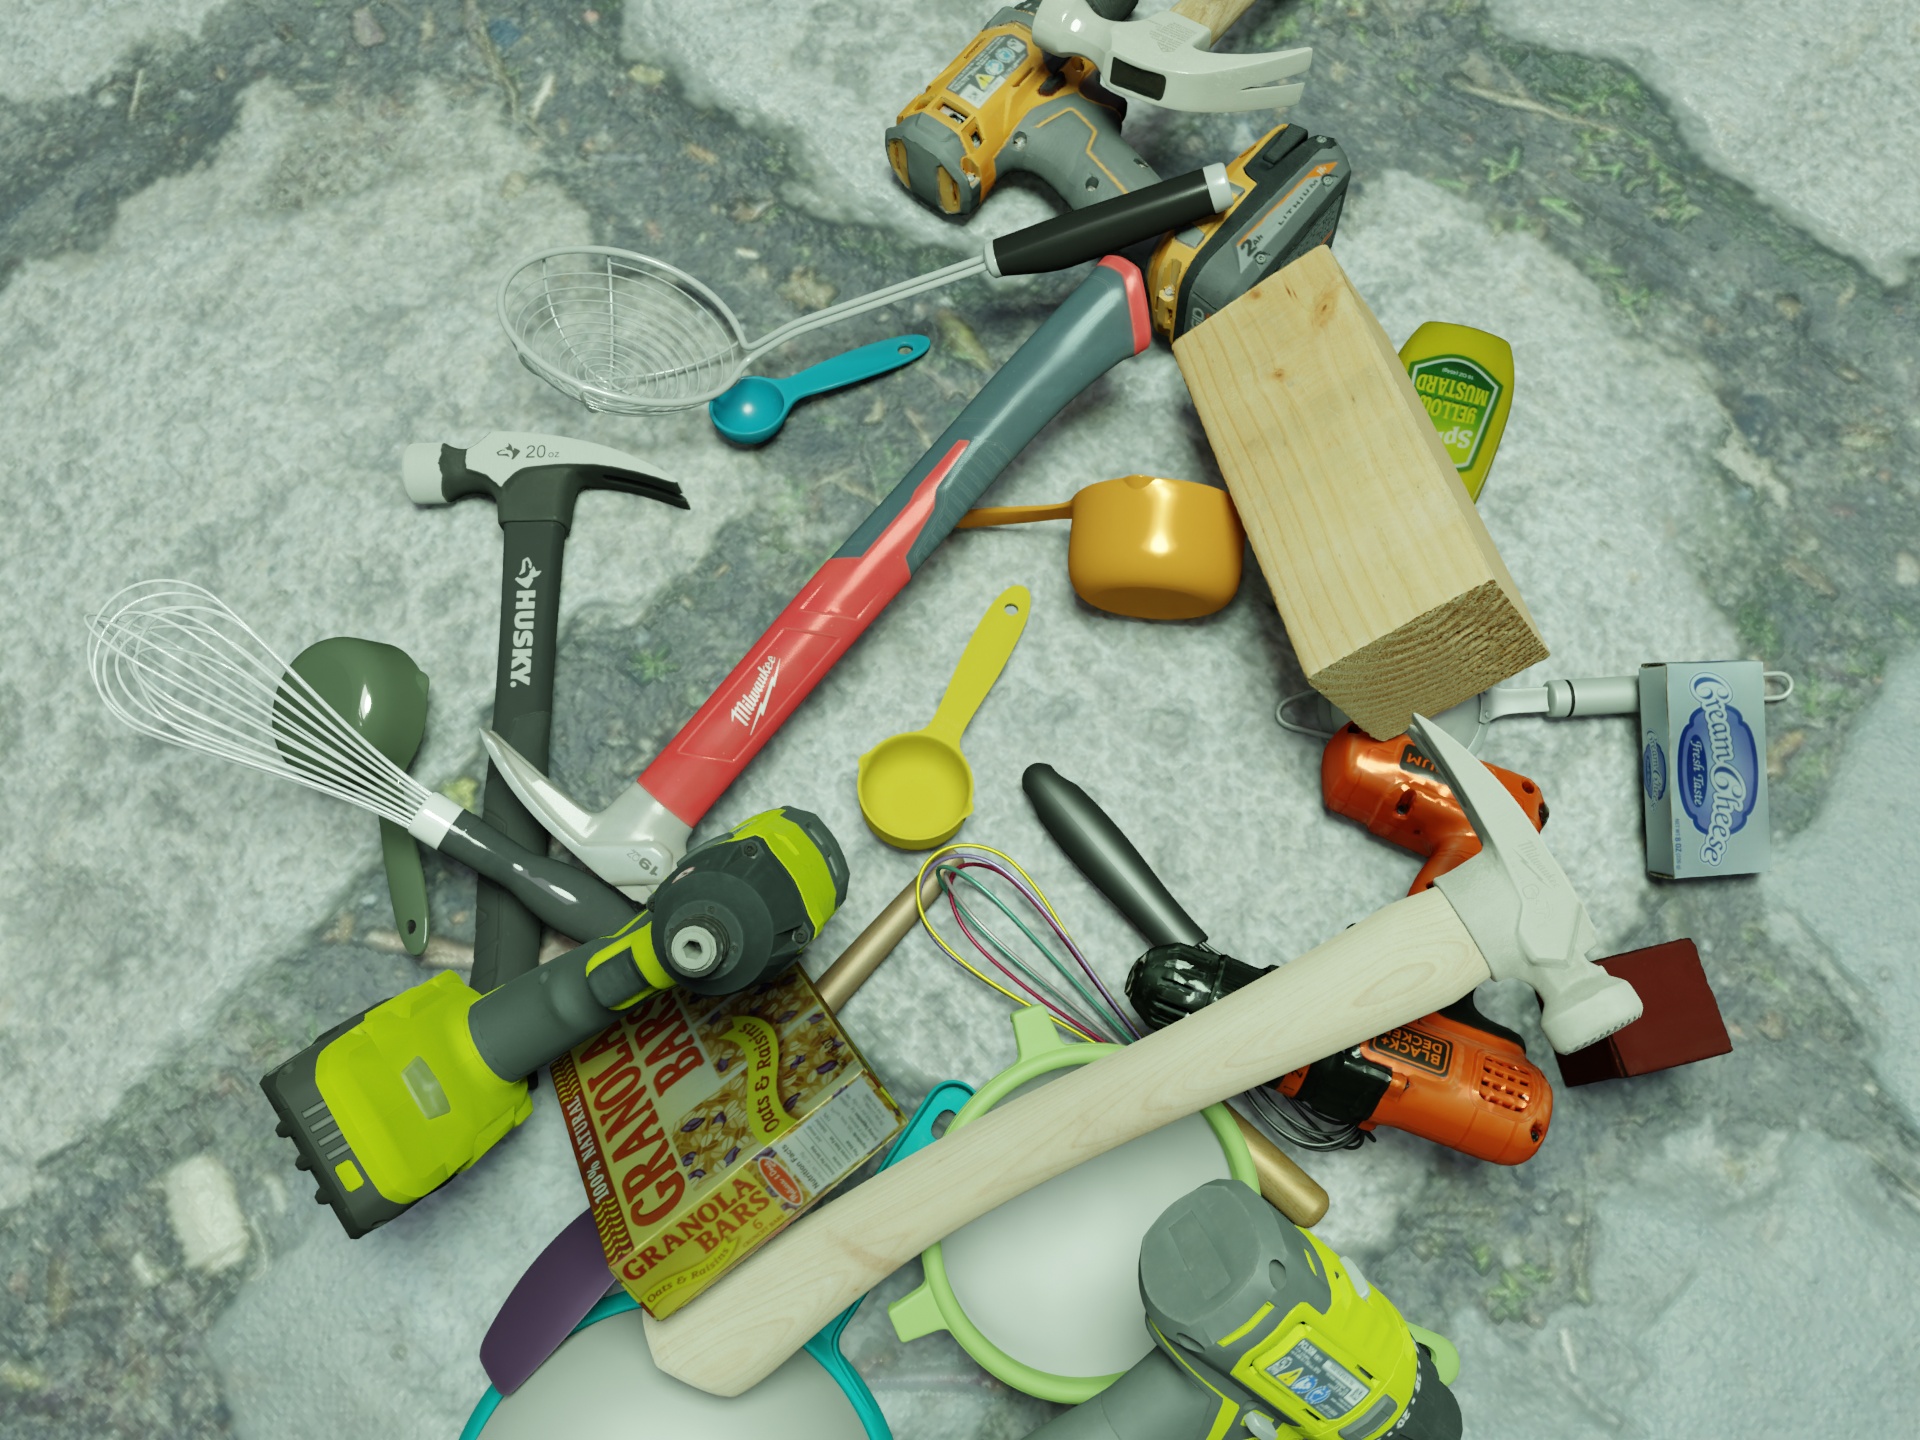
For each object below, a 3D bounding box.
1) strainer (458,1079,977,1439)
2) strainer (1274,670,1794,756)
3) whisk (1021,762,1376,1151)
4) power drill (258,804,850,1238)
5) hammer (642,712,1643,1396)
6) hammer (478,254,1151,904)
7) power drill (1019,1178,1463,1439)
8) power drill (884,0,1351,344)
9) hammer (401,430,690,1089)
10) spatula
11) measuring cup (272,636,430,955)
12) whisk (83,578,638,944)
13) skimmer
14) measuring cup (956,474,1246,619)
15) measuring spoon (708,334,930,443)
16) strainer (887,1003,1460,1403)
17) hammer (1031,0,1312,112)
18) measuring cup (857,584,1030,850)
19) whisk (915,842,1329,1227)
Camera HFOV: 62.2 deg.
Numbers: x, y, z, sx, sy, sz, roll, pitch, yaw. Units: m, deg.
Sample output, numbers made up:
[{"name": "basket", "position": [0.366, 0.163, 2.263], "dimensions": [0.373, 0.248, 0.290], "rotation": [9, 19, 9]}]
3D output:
[{"name": "strainer", "position": [-0.093, 0.299, 0.678], "dimensions": [0.211, 0.095, 0.340], "rotation": [33, 79, 10]}, {"name": "strainer", "position": [0.289, -0.012, 0.790], "dimensions": [0.258, 0.050, 0.087], "rotation": [-3, 90, -3]}, {"name": "whisk", "position": [0.110, 0.109, 0.758], "dimensions": [0.055, 0.055, 0.239], "rotation": [-38, 72, -9]}, {"name": "power drill", "position": [-0.158, 0.114, 0.649], "dimensions": [0.223, 0.171, 0.080], "rotation": [-30, 91, 6]}, {"name": "hammer", "position": [0.054, 0.149, 0.648], "dimensions": [0.410, 0.038, 0.146], "rotation": [-28, 70, 1]}, {"name": "hammer", "position": [-0.055, -0.083, 0.765], "dimensions": [0.143, 0.038, 0.386], "rotation": [41, 85, 0]}, {"name": "power drill", "position": [0.084, 0.303, 0.639], "dimensions": [0.228, 0.190, 0.080], "rotation": [-41, 32, 6]}, {"name": "power drill", "position": [0.099, -0.316, 0.863], "dimensions": [0.226, 0.084, 0.185], "rotation": [36, 76, 15]}, {"name": "hammer", "position": [-0.215, 0.013, 0.795], "dimensions": [0.146, 0.035, 0.335], "rotation": [-1, 74, 2]}, {"name": "spatula", "position": [-0.107, 0.177, 0.746], "dimensions": [0.316, 0.060, 0.018], "rotation": [-47, 121, -14]}, {"name": "measuring cup", "position": [-0.289, 0.035, 0.767], "dimensions": [0.083, 0.038, 0.168], "rotation": [-29, 67, 19]}, {"name": "whisk", "position": [-0.268, 0.029, 0.726], "dimensions": [0.284, 0.070, 0.070], "rotation": [33, 77, -8]}, {"name": "skimmer", "position": [-0.050, -0.235, 0.794], "dimensions": [0.363, 0.090, 0.127], "rotation": [-14, 47, 14]}, {"name": "measuring cup", "position": [0.057, -0.082, 0.802], "dimensions": [0.173, 0.095, 0.052], "rotation": [0, 78, 20]}, {"name": "measuring spoon", "position": [-0.074, -0.179, 0.859], "dimensions": [0.128, 0.021, 0.042], "rotation": [-23, 60, -15]}, {"name": "strainer", "position": [0.100, 0.238, 0.715], "dimensions": [0.256, 0.069, 0.151], "rotation": [25, 81, -8]}, {"name": "hammer", "position": [0.183, -0.429, 0.869], "dimensions": [0.130, 0.031, 0.331], "rotation": [32, 61, 16]}, {"name": "measuring cup", "position": [-0.001, -0.003, 0.805], "dimensions": [0.062, 0.029, 0.157], "rotation": [25, 64, 8]}, {"name": "whisk", "position": [0.077, 0.145, 0.745], "dimensions": [0.245, 0.051, 0.047], "rotation": [41, 55, 7]}]
